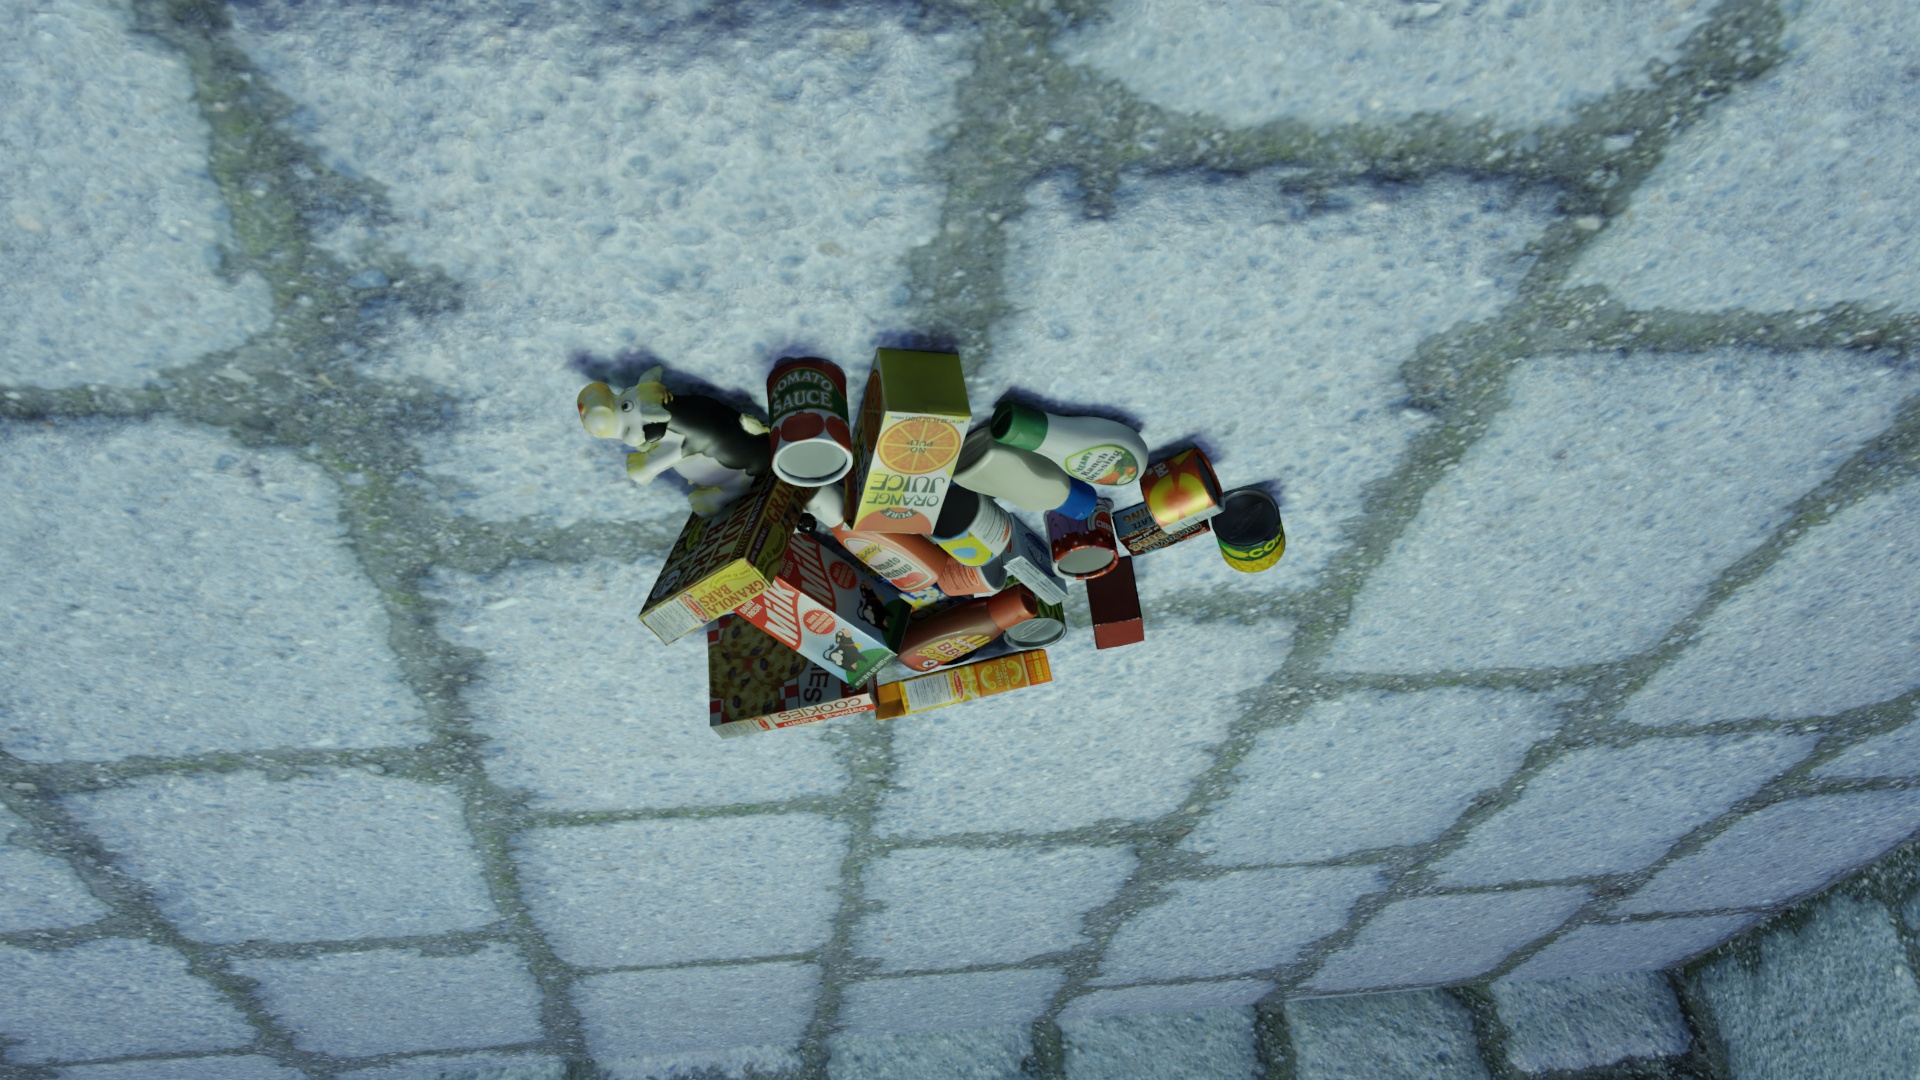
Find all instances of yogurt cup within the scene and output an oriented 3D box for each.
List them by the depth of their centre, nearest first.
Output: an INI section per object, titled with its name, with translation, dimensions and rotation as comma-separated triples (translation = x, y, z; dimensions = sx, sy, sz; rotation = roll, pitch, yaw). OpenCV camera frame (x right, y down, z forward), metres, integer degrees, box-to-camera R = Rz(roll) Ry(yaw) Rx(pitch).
[yogurt cup]
translation = 0.008, 0.022, 1.357
dimensions = 0.054, 0.073, 0.072
rotation = -15, 147, 25

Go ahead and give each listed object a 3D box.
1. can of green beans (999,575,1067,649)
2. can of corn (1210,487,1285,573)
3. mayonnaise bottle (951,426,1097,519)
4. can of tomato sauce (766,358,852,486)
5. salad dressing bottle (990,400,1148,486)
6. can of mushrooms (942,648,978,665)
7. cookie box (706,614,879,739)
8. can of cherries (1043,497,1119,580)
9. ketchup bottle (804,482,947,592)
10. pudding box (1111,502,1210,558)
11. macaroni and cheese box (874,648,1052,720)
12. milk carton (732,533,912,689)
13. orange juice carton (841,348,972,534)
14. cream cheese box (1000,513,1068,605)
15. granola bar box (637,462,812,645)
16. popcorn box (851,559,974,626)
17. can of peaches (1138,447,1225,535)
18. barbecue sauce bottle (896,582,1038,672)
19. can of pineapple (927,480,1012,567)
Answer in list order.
[can of green beans]
translation = 0.075, 0.073, 1.453
dimensions = 0.071, 0.058, 0.071
rotation = -6, 147, -3
[can of corn]
translation = 0.285, -0.008, 1.362
dimensions = 0.071, 0.071, 0.058
rotation = -15, 147, 12
[mayonnaise bottle]
translation = 0.062, -0.057, 1.269
dimensions = 0.148, 0.041, 0.064
rotation = 21, 138, -38
[can of tomato sauce]
translation = -0.123, -0.096, 1.127
dimensions = 0.071, 0.083, 0.070
rotation = -6, 147, -4
[salad dressing bottle]
translation = 0.096, -0.087, 1.225
dimensions = 0.148, 0.044, 0.064
rotation = 14, 140, -30
[can of mushrooms]
translation = -0.016, 0.107, 1.509
dimensions = 0.071, 0.033, 0.070
rotation = -6, 148, -3
[cookie box]
translation = -0.172, 0.126, 1.422
dimensions = 0.167, 0.123, 0.040
rotation = -12, 148, 6
[can of cherries]
translation = 0.119, -0.003, 1.345
dimensions = 0.071, 0.058, 0.071
rotation = -5, 147, -3
[ketchup bottle]
translation = -0.083, -0.008, 1.283
dimensions = 0.148, 0.044, 0.064
rotation = 38, 143, -29
[pudding box]
translation = 0.198, -0.017, 1.367
dimensions = 0.083, 0.030, 0.049
rotation = -20, 146, 19
[macaroni and cheese box]
translation = -0.001, 0.154, 1.496
dimensions = 0.167, 0.040, 0.123
rotation = -11, 174, -20
[milk carton]
translation = -0.147, 0.053, 1.327
dimensions = 0.190, 0.074, 0.072
rotation = 34, 128, -16
[orange juice carton]
translation = -0.051, -0.068, 1.181
dimensions = 0.072, 0.073, 0.191
rotation = 3, 140, -16
[cream cheese box]
translation = 0.070, 0.020, 1.375
dimensions = 0.024, 0.053, 0.103
rotation = -25, 144, 21
[granola bar box]
translation = -0.197, 0.002, 1.189
dimensions = 0.124, 0.166, 0.039
rotation = -28, 117, 27
[popcorn box]
translation = -0.055, 0.054, 1.414
dimensions = 0.085, 0.038, 0.126
rotation = -26, 143, 27
[can of peaches]
translation = 0.205, -0.048, 1.290
dimensions = 0.058, 0.071, 0.071
rotation = -24, 144, 23
[barbecue sauce bottle]
translation = 0.007, 0.086, 1.399
dimensions = 0.148, 0.044, 0.065
rotation = -26, 149, 25
[can of pineapple]
translation = 0.005, -0.016, 1.294
dimensions = 0.071, 0.071, 0.057
rotation = -22, 144, 21
